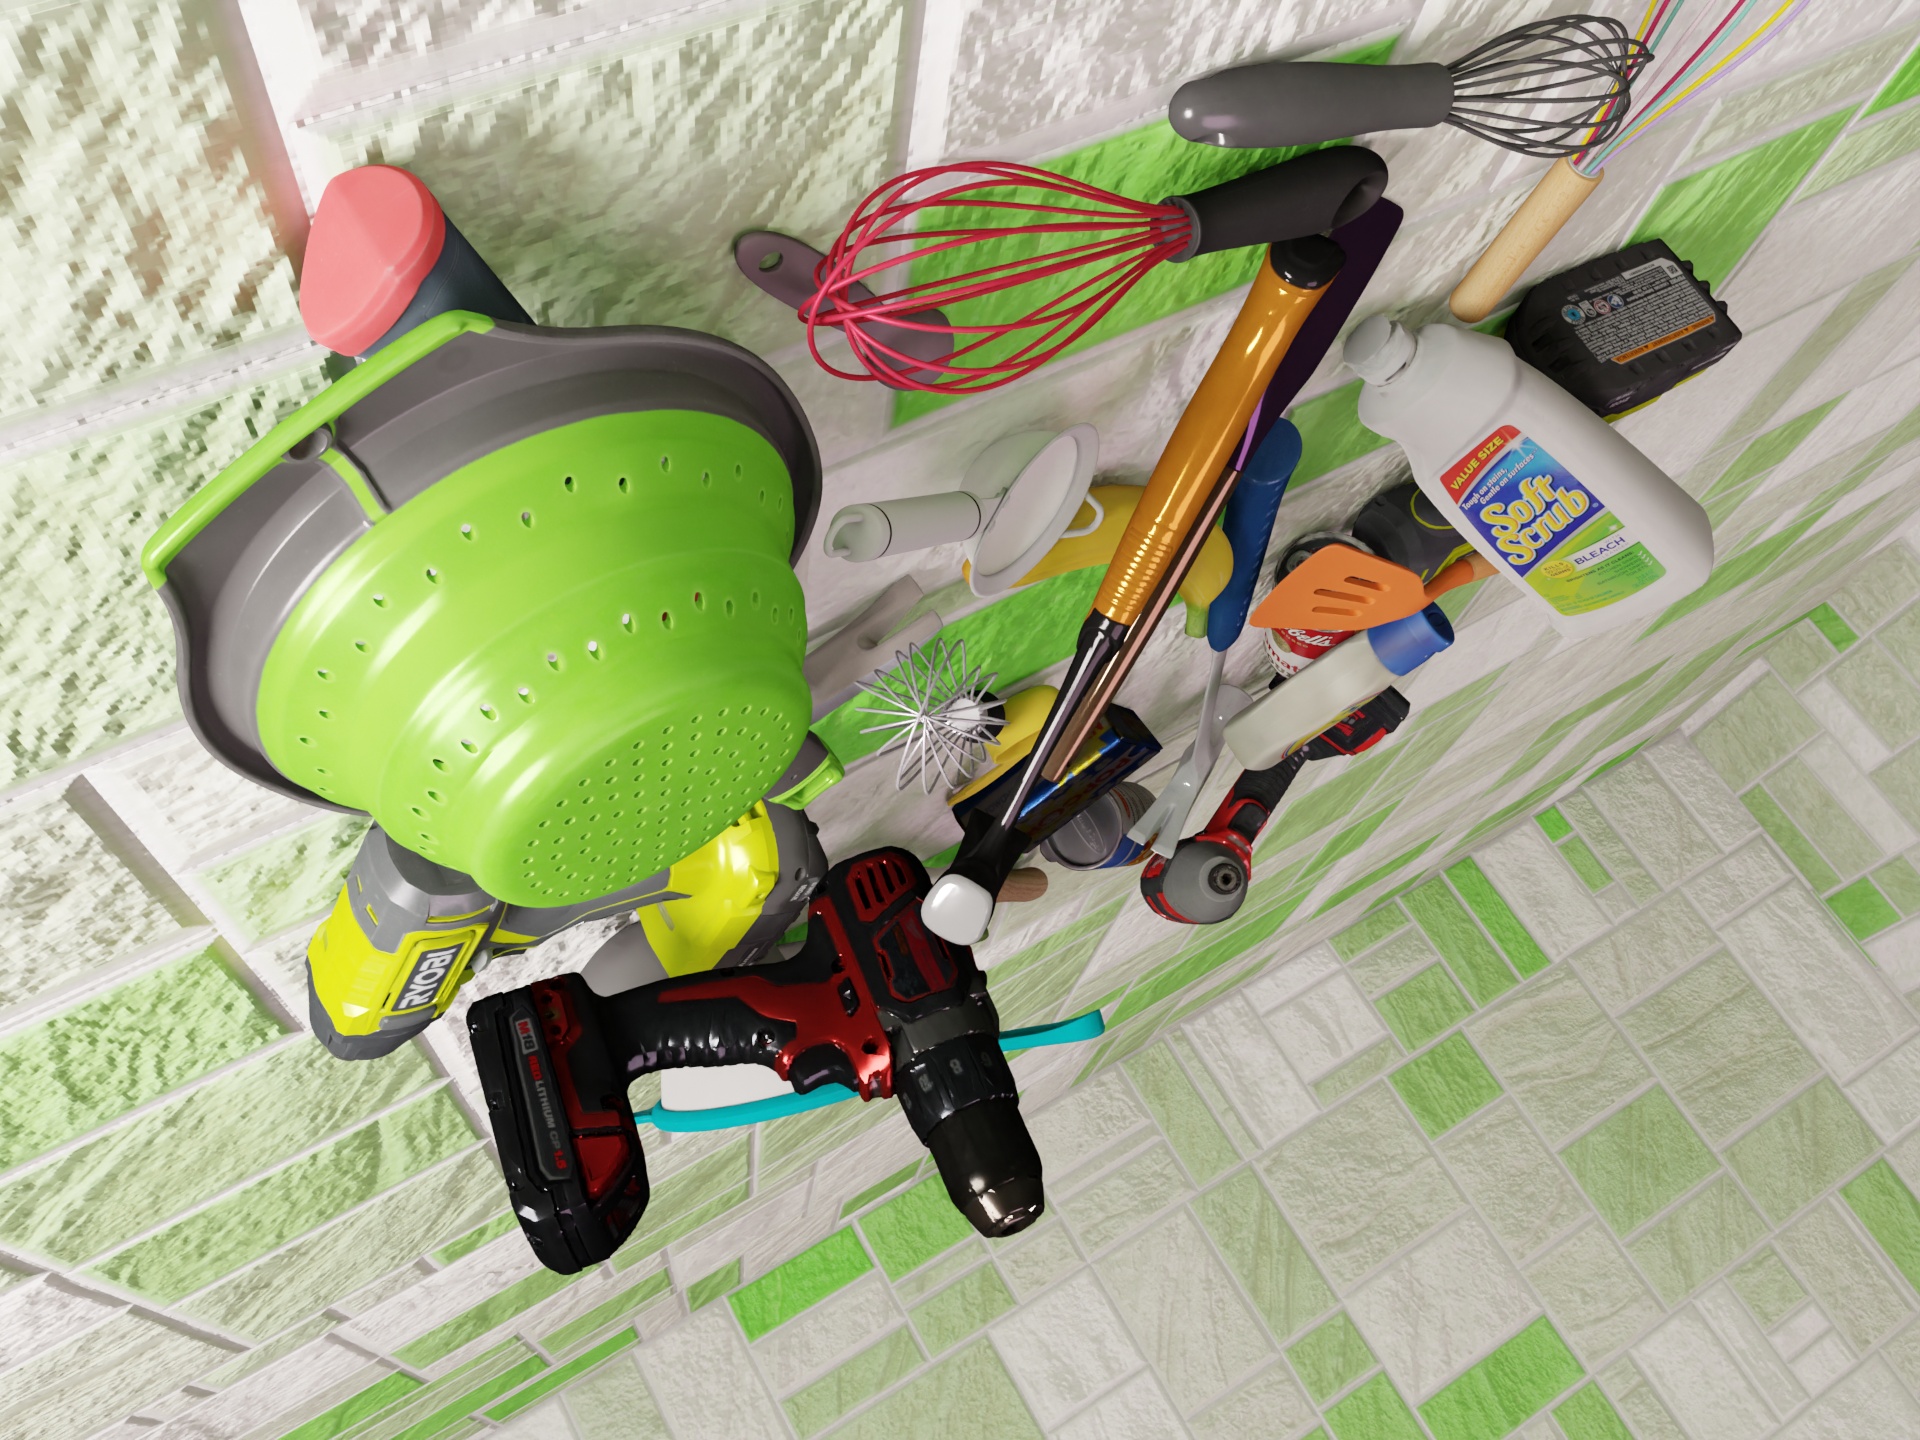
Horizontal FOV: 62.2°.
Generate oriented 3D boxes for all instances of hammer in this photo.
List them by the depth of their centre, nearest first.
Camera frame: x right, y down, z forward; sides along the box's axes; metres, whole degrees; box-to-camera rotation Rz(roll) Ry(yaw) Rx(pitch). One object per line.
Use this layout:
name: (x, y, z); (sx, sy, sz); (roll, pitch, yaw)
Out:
hammer: (-0.100, -0.070, 0.560); (0.143, 0.038, 0.386); (-33, 161, -3)
hammer: (0.075, -0.059, 0.711); (0.336, 0.034, 0.127); (-63, 177, 19)
hammer: (0.158, -0.043, 0.972); (0.144, 0.035, 0.405); (-58, 164, -21)
hammer: (0.002, 0.121, 1.139); (0.130, 0.031, 0.331); (-14, 171, 16)

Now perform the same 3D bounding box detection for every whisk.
whisk: (0.063, -0.169, 0.556); (0.296, 0.073, 0.073); (-26, 160, -37)
whisk: (0.171, -0.233, 0.590); (0.239, 0.055, 0.055); (-16, 154, -29)
whisk: (0.286, -0.265, 0.704); (0.047, 0.051, 0.245); (-2, 154, -19)
whisk: (-0.001, -0.004, 0.786); (0.070, 0.070, 0.284); (-35, 177, 5)

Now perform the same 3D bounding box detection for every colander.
colander: (-0.093, 0.009, 0.553); (0.204, 0.095, 0.396); (-37, 161, 2)

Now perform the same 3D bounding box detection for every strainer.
strainer: (0.002, -0.082, 0.613); (0.087, 0.050, 0.258); (-59, 169, 19)
strainer: (-0.114, 0.132, 0.917); (0.256, 0.069, 0.151); (-17, 162, -1)
strainer: (-0.061, 0.181, 1.020); (0.340, 0.095, 0.211); (-17, 177, 36)

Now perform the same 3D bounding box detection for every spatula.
spatula: (0.113, -0.098, 0.747); (0.059, 0.018, 0.315); (-5, 131, -51)
spatula: (0.306, -0.101, 0.936); (0.322, 0.041, 0.081); (-20, 161, -34)

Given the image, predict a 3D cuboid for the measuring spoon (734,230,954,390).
measuring spoon: (-0.036, -0.135, 0.534); (0.034, 0.018, 0.124); (-40, 159, 18)

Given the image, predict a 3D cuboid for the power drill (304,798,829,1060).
power drill: (-0.190, 0.092, 0.757); (0.223, 0.080, 0.171); (-9, 149, -42)

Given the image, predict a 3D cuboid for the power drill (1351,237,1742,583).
power drill: (0.357, -0.177, 0.958); (0.190, 0.080, 0.228); (-24, 162, -20)

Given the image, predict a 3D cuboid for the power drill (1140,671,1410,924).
power drill: (0.219, 0.053, 1.147); (0.220, 0.078, 0.143); (-51, 180, -9)

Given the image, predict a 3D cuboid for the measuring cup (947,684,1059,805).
measuring cup: (0.020, 0.018, 0.989); (0.062, 0.029, 0.156); (-21, 169, -30)

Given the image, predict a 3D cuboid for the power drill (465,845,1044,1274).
power drill: (-0.086, 0.168, 0.708); (0.226, 0.188, 0.080); (-17, 148, -15)
